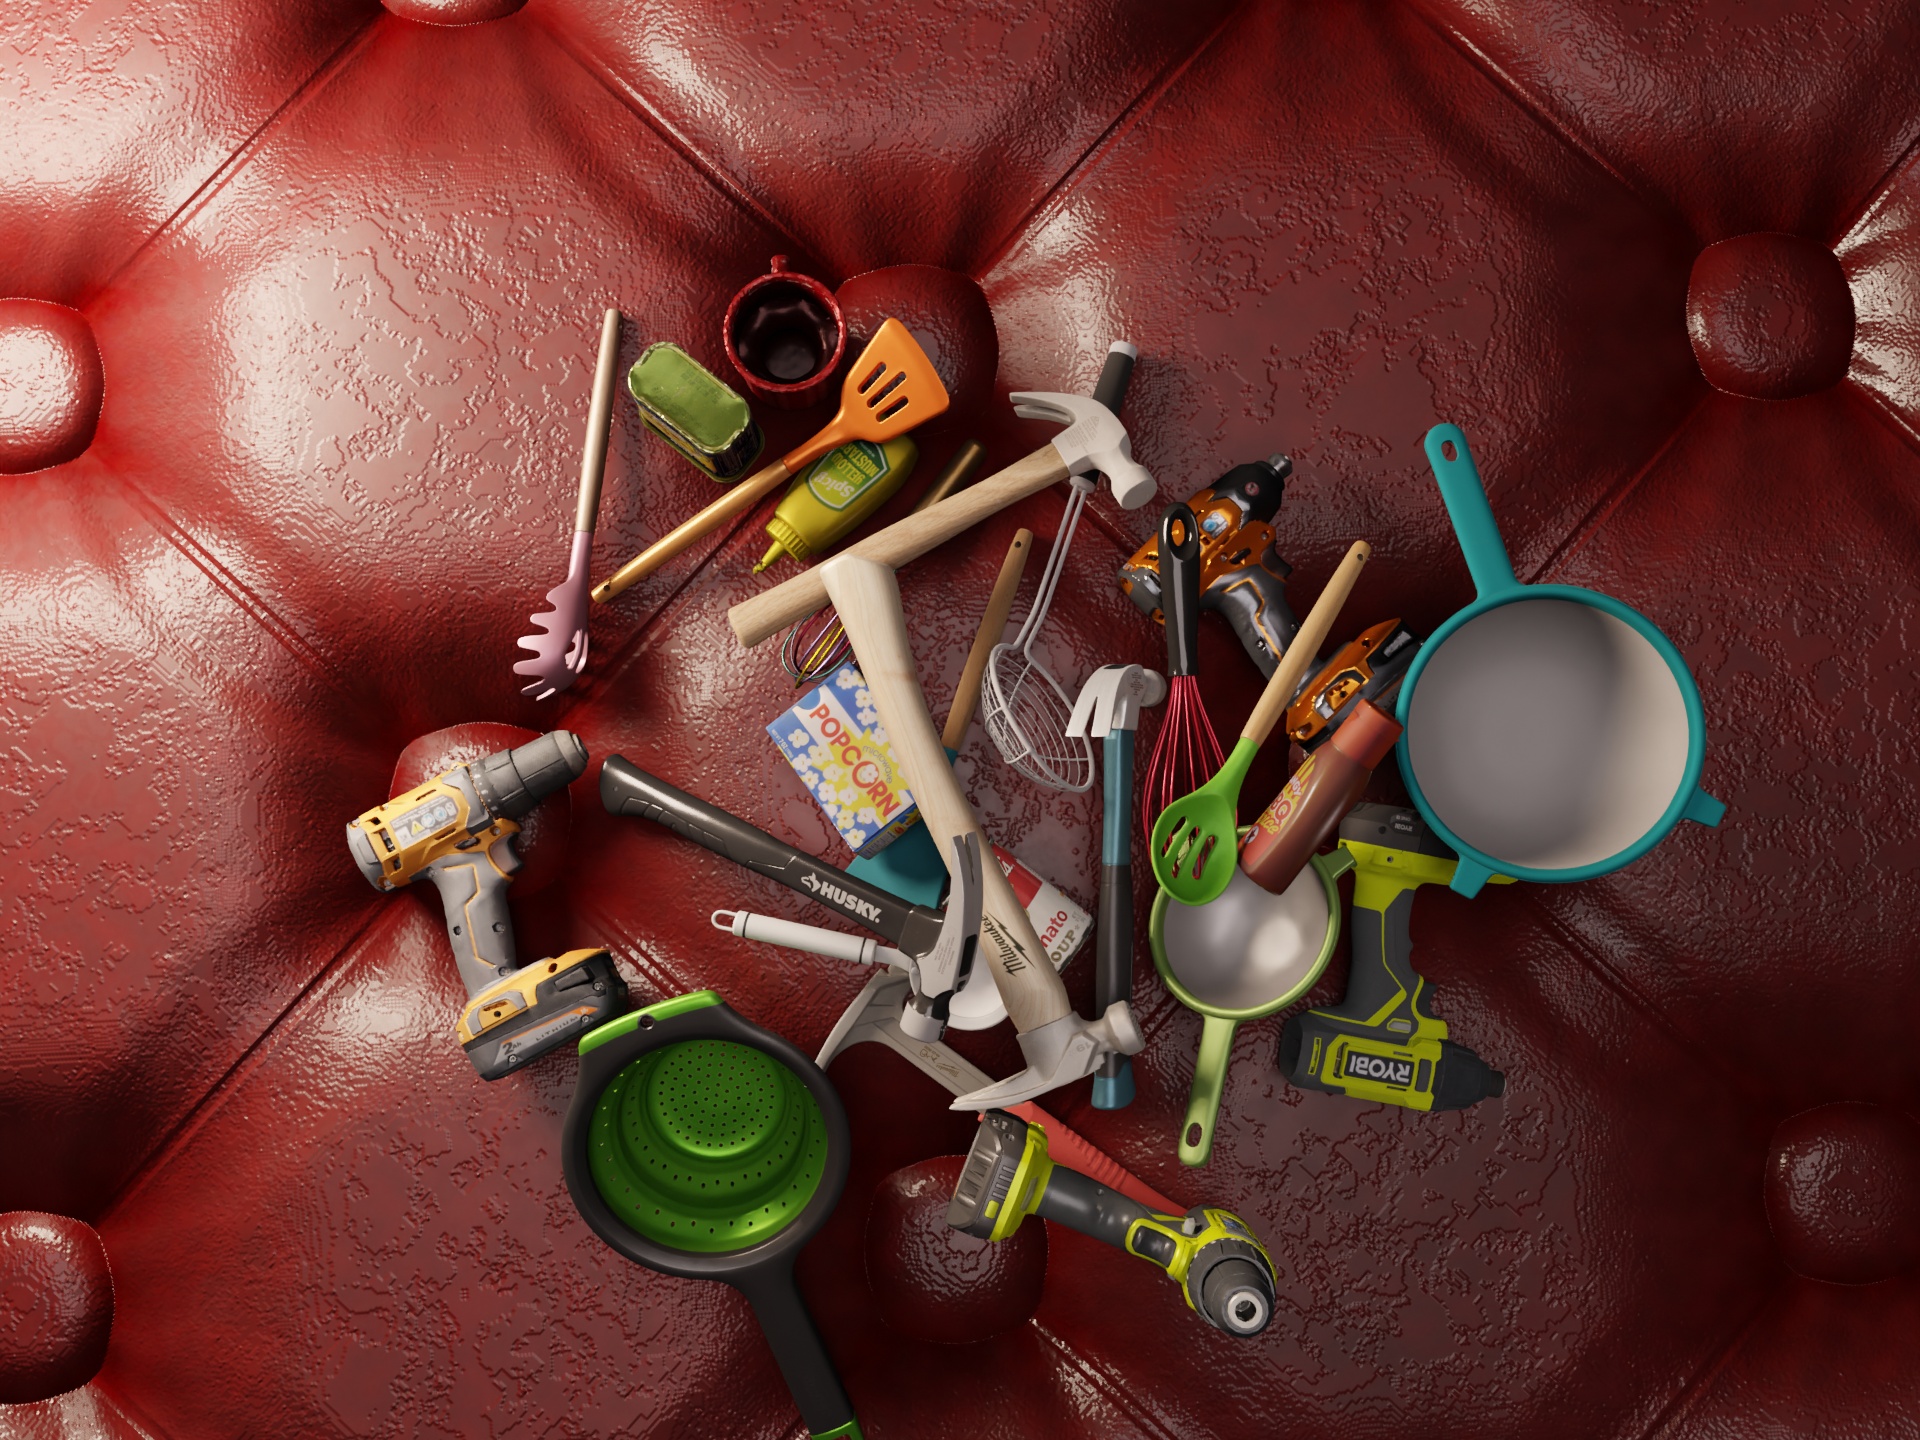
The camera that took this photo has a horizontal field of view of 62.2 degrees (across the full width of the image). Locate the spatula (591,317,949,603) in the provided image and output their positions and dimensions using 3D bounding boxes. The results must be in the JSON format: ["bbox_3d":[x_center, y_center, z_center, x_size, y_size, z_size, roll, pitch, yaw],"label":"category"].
[{"bbox_3d":[-0.154,-0.182,1.210,0.322,0.041,0.081,-33,88,10],"label":"spatula"}]

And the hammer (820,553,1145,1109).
[{"bbox_3d":[-0.016,0.074,1.150,0.146,0.038,0.411,-25,85,7],"label":"hammer"}]

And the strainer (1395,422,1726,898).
[{"bbox_3d":[0.400,-0.049,1.166,0.211,0.095,0.340,-18,82,6],"label":"strainer"}]

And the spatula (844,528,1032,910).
[{"bbox_3d":[-0.002,-0.004,1.235,0.082,0.044,0.317,17,83,20],"label":"spatula"}]

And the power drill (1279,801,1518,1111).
[{"bbox_3d":[0.349,0.183,1.219,0.171,0.080,0.223,11,88,-6],"label":"power drill"}]

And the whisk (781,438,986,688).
[{"bbox_3d":[-0.058,-0.123,1.246,0.051,0.047,0.245,31,78,29],"label":"whisk"}]

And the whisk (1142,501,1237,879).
[{"bbox_3d":[0.167,-0.014,1.183,0.073,0.073,0.296,-3,92,-2],"label":"whisk"}]

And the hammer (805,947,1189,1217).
[{"bbox_3d":[0.058,0.328,1.215,0.359,0.036,0.149,36,85,1],"label":"hammer"}]

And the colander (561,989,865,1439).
[{"bbox_3d":[-0.155,0.370,1.188,0.204,0.094,0.397,-20,104,1],"label":"colander"}]

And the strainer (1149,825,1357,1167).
[{"bbox_3d":[0.210,0.209,1.190,0.151,0.069,0.256,4,71,35],"label":"strainer"}]

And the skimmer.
[{"bbox_3d":[0.100,-0.125,1.225,0.090,0.127,0.363,10,77,40],"label":"skimmer"}]

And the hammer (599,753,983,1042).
[{"bbox_3d":[-0.132,0.097,1.161,0.335,0.035,0.146,23,103,24],"label":"hammer"}]

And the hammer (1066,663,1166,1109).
[{"bbox_3d":[0.118,0.122,1.192,0.033,0.128,0.331,0,86,27],"label":"hammer"}]

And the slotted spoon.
[{"bbox_3d":[0.224,-0.004,1.158,0.070,0.031,0.314,35,75,-12],"label":"slotted spoon"}]

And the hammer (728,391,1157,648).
[{"bbox_3d":[-0.026,-0.147,1.208,0.331,0.031,0.130,-28,61,0],"label":"hammer"}]

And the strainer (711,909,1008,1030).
[{"bbox_3d":[-0.060,0.172,1.187,0.258,0.050,0.087,12,104,4],"label":"strainer"}]

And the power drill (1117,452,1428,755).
[{"bbox_3d":[0.256,-0.092,1.235,0.226,0.084,0.164,44,85,5],"label":"power drill"}]

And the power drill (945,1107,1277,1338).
[{"bbox_3d":[0.110,0.353,1.104,0.228,0.190,0.080,22,85,5],"label":"power drill"}]

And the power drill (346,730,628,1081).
[{"bbox_3d":[-0.331,0.132,1.198,0.185,0.084,0.226,-29,83,-5],"label":"power drill"}]

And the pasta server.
[{"bbox_3d":[-0.296,-0.171,1.238,0.040,0.060,0.316,2,79,16],"label":"pasta server"}]
